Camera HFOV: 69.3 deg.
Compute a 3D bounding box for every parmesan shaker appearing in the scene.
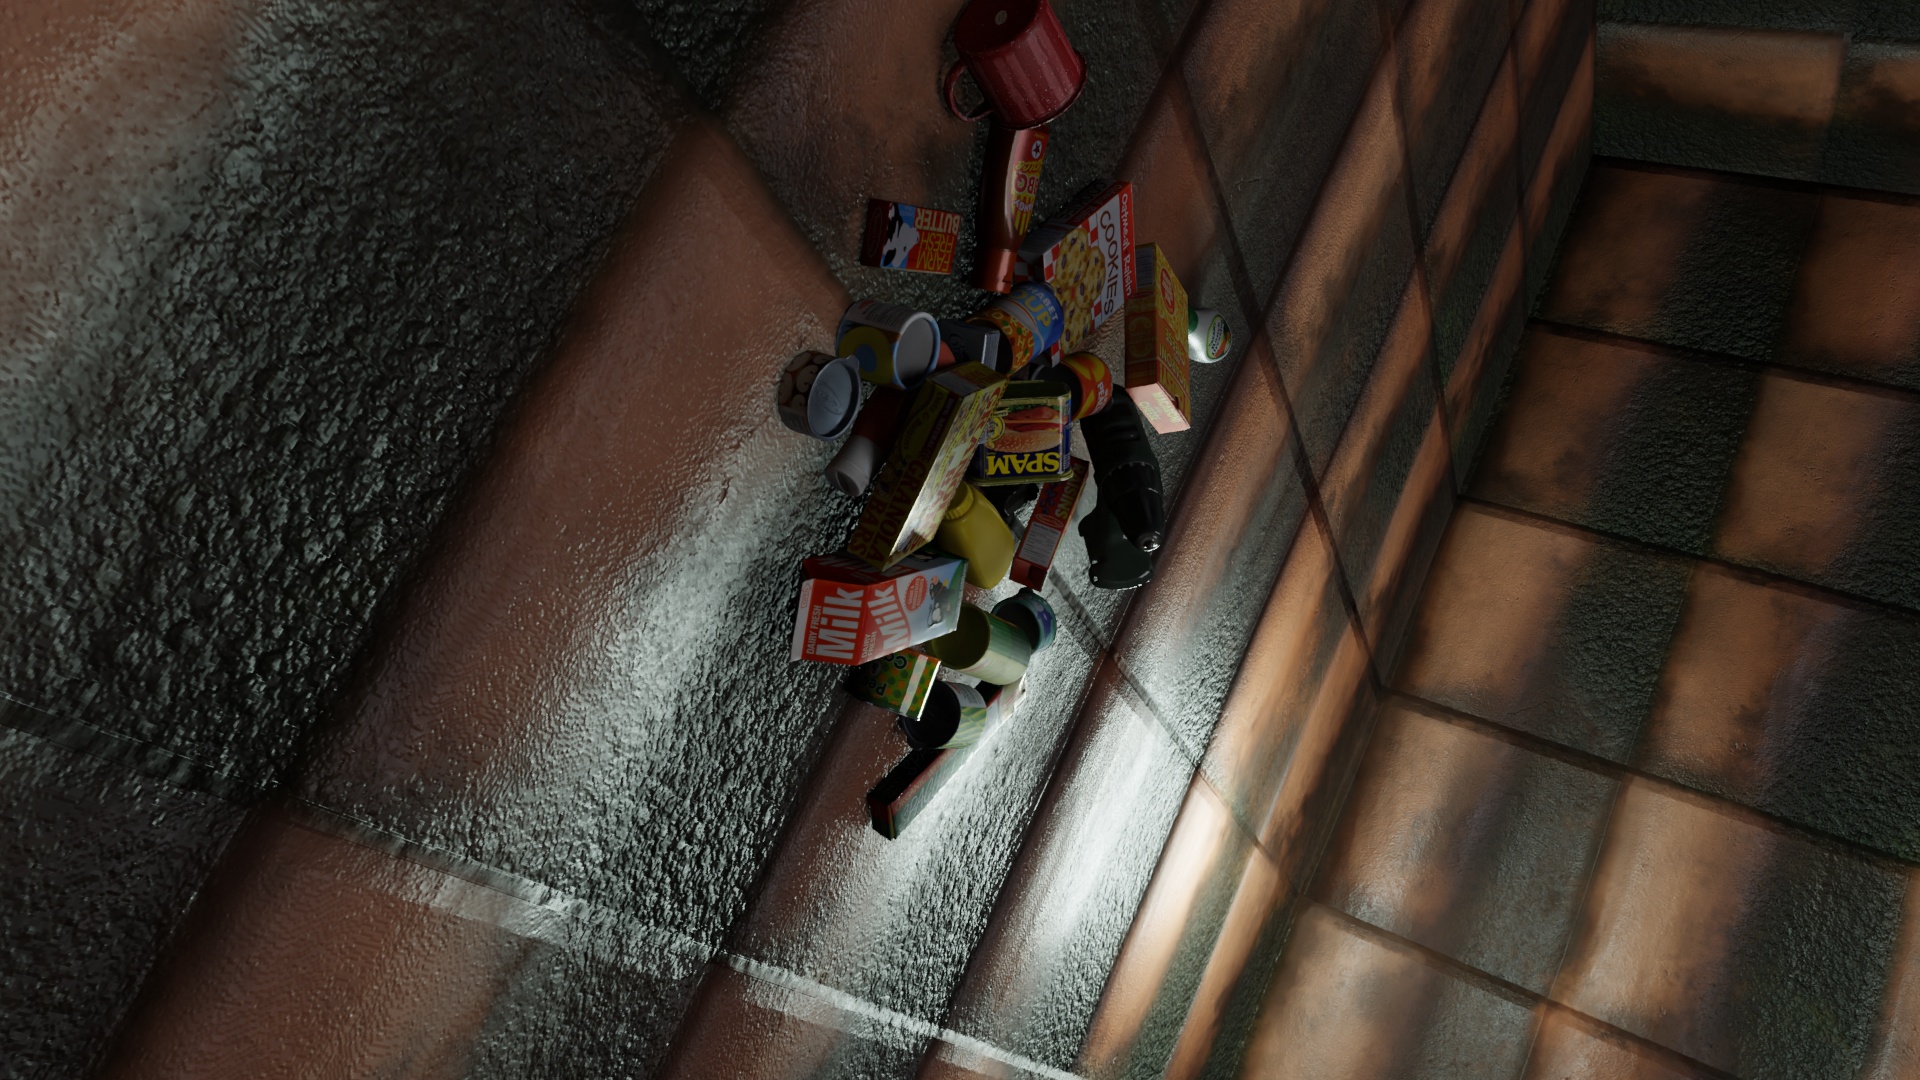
[{"bbox_3d":[0.018,0.104,1.377,0.103,0.071,0.071,30,80,-61],"label":"parmesan shaker"}]

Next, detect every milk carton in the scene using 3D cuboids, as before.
[{"bbox_3d":[-0.078,0.051,1.174,0.191,0.073,0.072,-15,119,-56],"label":"milk carton"}]

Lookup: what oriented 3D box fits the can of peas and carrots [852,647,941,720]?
[{"bbox_3d":[-0.059,0.123,1.254,0.071,0.071,0.059,28,81,-60],"label":"can of peas and carrots"}]

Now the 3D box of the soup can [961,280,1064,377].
[{"bbox_3d":[0.046,-0.191,1.257,0.084,0.071,0.071,-40,138,-43],"label":"soup can"}]

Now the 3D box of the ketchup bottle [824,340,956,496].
[{"bbox_3d":[-0.057,-0.102,1.157,0.149,0.043,0.064,-56,155,-26],"label":"ketchup bottle"}]

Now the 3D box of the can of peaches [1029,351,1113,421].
[{"bbox_3d":[0.111,-0.151,1.386,0.058,0.071,0.071,-22,124,-52],"label":"can of peaches"}]

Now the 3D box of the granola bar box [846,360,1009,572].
[{"bbox_3d":[-0.026,-0.065,1.165,0.165,0.039,0.124,-64,169,21],"label":"granola bar box"}]

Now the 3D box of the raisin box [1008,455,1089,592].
[{"bbox_3d":[0.091,-0.018,1.417,0.086,0.040,0.124,93,18,-72],"label":"raisin box"}]

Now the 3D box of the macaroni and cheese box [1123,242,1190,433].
[{"bbox_3d":[0.212,-0.215,1.489,0.123,0.040,0.167,37,49,-58],"label":"macaroni and cheese box"}]

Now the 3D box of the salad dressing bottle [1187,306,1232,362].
[{"bbox_3d":[0.275,-0.249,1.635,0.148,0.044,0.064,10,95,-60],"label":"salad dressing bottle"}]

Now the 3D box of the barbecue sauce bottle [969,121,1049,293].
[{"bbox_3d":[0.039,-0.293,1.217,0.065,0.044,0.148,-10,114,-58],"label":"barbecue sauce bottle"}]

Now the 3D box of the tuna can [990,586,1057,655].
[{"bbox_3d":[0.063,0.086,1.438,0.033,0.071,0.070,-16,119,-55],"label":"tuna can"}]

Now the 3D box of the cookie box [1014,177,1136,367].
[{"bbox_3d":[0.114,-0.265,1.362,0.168,0.040,0.122,-45,141,-38],"label":"cookie box"}]

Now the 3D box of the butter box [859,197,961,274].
[{"bbox_3d":[-0.040,-0.246,1.129,0.104,0.024,0.053,-11,116,-57],"label":"butter box"}]

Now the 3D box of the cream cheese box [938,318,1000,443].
[{"bbox_3d":[0.002,-0.139,1.226,0.024,0.053,0.103,-17,120,-54],"label":"cream cheese box"}]

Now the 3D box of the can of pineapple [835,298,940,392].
[{"bbox_3d":[-0.057,-0.155,1.115,0.071,0.058,0.070,-36,134,-47],"label":"can of pineapple"}]

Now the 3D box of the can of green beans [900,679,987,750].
[{"bbox_3d":[-0.016,0.170,1.350,0.058,0.071,0.071,18,90,-61],"label":"can of green beans"}]

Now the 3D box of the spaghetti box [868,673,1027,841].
[{"bbox_3d":[-0.009,0.208,1.419,0.251,0.029,0.050,-41,138,-42],"label":"spaghetti box"}]

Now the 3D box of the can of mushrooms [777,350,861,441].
[{"bbox_3d":[-0.108,-0.114,1.077,0.071,0.033,0.070,-34,133,-47],"label":"can of mushrooms"}]

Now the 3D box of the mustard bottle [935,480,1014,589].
[{"bbox_3d":[0.005,-0.016,1.302,0.065,0.049,0.159,-58,147,-21],"label":"mustard bottle"}]
